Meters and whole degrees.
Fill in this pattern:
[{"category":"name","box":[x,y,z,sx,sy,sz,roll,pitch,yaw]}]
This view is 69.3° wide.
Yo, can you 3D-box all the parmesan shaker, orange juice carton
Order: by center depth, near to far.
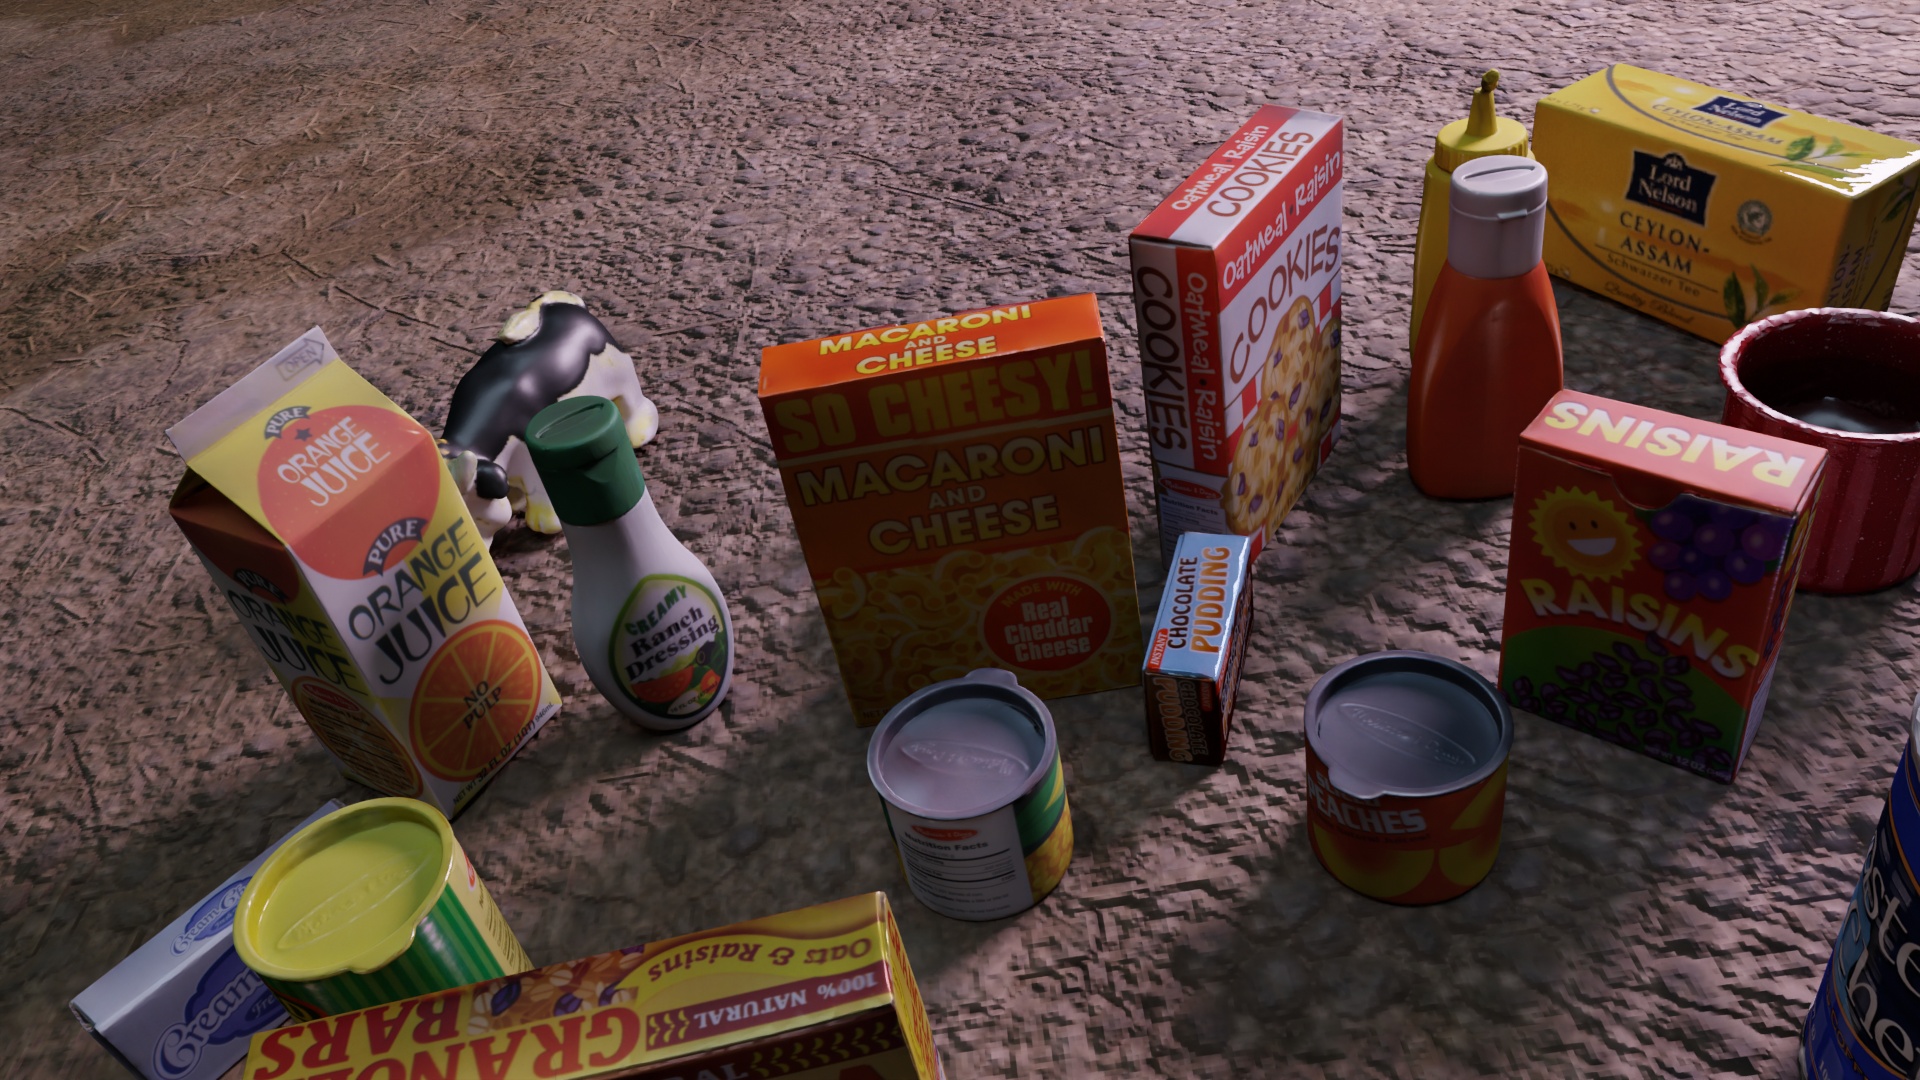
[{"category":"parmesan shaker","box":[-0.174,0.143,0.445,0.071,0.102,0.072,-7,38,6]},{"category":"orange juice carton","box":[-0.238,0.015,0.551,0.073,0.191,0.072,12,44,28]}]

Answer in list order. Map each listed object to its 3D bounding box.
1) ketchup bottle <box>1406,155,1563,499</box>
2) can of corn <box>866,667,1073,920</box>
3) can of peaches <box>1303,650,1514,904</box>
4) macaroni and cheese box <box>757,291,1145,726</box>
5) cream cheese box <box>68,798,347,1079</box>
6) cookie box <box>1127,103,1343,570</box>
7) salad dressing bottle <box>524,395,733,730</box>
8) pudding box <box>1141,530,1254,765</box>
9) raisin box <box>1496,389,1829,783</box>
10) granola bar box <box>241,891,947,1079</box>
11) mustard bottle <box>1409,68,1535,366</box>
[{"category":"ketchup bottle","box":[0.226,-0.088,0.593,0.065,0.148,0.044,-8,38,5]},{"category":"can of corn","box":[0.006,0.091,0.499,0.071,0.058,0.071,-7,38,6]},{"category":"can of peaches","box":[0.149,0.082,0.472,0.071,0.057,0.071,-7,38,6]},{"category":"macaroni and cheese box","box":[0.002,-0.007,0.536,0.124,0.165,0.040,-9,38,4]},{"category":"cream cheese box","box":[-0.253,0.148,0.500,0.024,0.053,0.104,20,48,35]},{"category":"cookie box","box":[0.123,-0.083,0.600,0.040,0.166,0.123,16,46,31]},{"category":"salad dressing bottle","box":[-0.135,0.012,0.565,0.064,0.147,0.044,-32,42,-24]},{"category":"pudding box","box":[0.094,0.041,0.546,0.030,0.049,0.084,4,40,20]},{"category":"raisin box","box":[0.236,0.016,0.479,0.086,0.122,0.040,22,49,36]},{"category":"granola bar box","box":[-0.087,0.165,0.377,0.166,0.123,0.039,-13,38,-1]},{"category":"mustard bottle","box":[0.242,-0.146,0.653,0.049,0.159,0.065,19,47,34]}]
